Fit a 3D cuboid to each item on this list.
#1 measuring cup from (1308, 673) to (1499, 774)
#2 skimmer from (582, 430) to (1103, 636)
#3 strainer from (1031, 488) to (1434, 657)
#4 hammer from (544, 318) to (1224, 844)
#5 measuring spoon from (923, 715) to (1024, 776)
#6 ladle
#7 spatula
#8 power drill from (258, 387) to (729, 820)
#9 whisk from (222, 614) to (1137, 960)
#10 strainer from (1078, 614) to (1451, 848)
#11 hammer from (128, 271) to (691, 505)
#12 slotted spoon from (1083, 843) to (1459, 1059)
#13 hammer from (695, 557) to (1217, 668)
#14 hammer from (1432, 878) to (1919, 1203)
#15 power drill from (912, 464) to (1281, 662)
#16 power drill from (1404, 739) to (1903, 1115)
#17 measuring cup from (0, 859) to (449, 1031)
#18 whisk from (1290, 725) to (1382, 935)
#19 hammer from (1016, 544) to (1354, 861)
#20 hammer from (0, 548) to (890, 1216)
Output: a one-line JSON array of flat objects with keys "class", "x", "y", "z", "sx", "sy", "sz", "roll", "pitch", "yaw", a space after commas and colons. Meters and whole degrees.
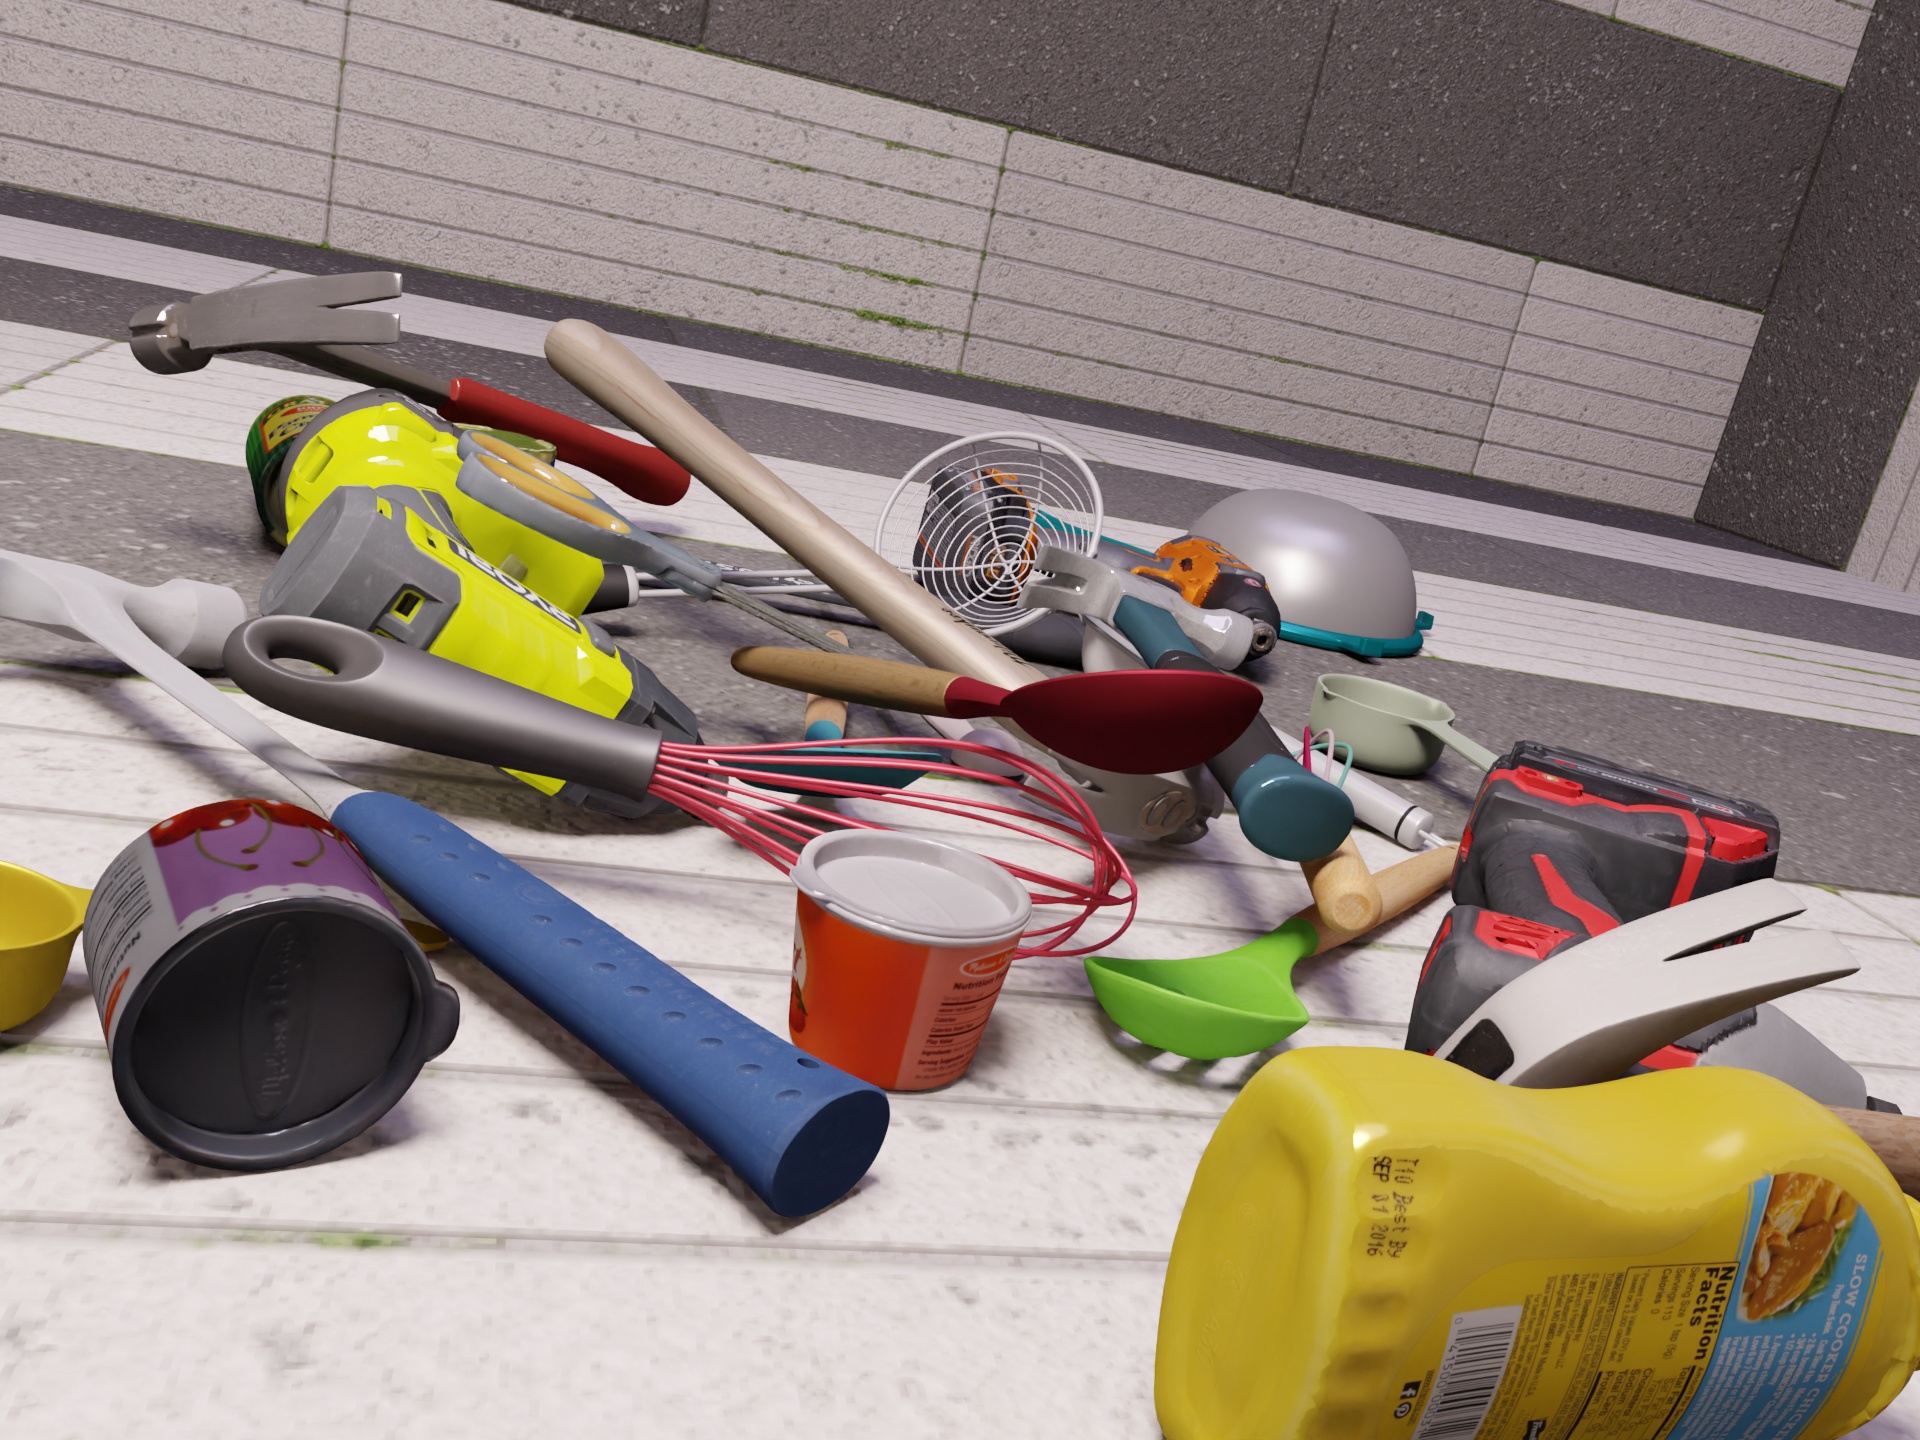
[{"class": "measuring cup", "x": 0.247, "y": 0.020, "z": 0.840, "sx": 0.083, "sy": 0.038, "sz": 0.168, "roll": 5, "pitch": 20, "yaw": -25}, {"class": "skimmer", "x": -0.102, "y": -0.089, "z": 0.795, "sx": 0.363, "sy": 0.090, "sz": 0.127, "roll": -5, "pitch": 57, "yaw": -28}, {"class": "strainer", "x": 0.209, "y": -0.147, "z": 1.252, "sx": 0.340, "sy": 0.095, "sz": 0.211, "roll": 22, "pitch": 19, "yaw": 23}, {"class": "hammer", "x": -0.065, "y": -0.080, "z": 0.708, "sx": 0.411, "sy": 0.038, "sz": 0.146, "roll": 39, "pitch": 10, "yaw": 28}, {"class": "measuring spoon", "x": -0.001, "y": -0.002, "z": 0.761, "sx": 0.034, "sy": 0.018, "sz": 0.124, "roll": 5, "pitch": 17, "yaw": -22}, {"class": "ladle", "x": -0.014, "y": -0.011, "z": 0.552, "sx": 0.069, "sy": 0.031, "sz": 0.315, "roll": 11, "pitch": 0, "yaw": -32}, {"class": "spatula", "x": -0.057, "y": -0.011, "z": 0.695, "sx": 0.082, "sy": 0.044, "sz": 0.318, "roll": 1, "pitch": 15, "yaw": -4}, {"class": "power drill", "x": -0.183, "y": -0.043, "z": 0.616, "sx": 0.171, "sy": 0.080, "sz": 0.223, "roll": 36, "pitch": 5, "yaw": -33}, {"class": "whisk", "x": -0.079, "y": 0.020, "z": 0.502, "sx": 0.295, "sy": 0.073, "sz": 0.073, "roll": 17, "pitch": 15, "yaw": -14}, {"class": "strainer", "x": 0.138, "y": 0.005, "z": 0.803, "sx": 0.259, "sy": 0.050, "sz": 0.086, "roll": 33, "pitch": 5, "yaw": 36}, {"class": "hammer", "x": -0.242, "y": -0.165, "z": 0.850, "sx": 0.149, "sy": 0.037, "sz": 0.359, "roll": 0, "pitch": -3, "yaw": 22}, {"class": "slotted spoon", "x": 0.138, "y": 0.077, "z": 0.593, "sx": 0.070, "sy": 0.031, "sz": 0.313, "roll": 13, "pitch": 13, "yaw": 32}, {"class": "hammer", "x": -0.049, "y": -0.068, "z": 0.911, "sx": 0.409, "sy": 0.036, "sz": 0.149, "roll": 10, "pitch": 18, "yaw": -9}, {"class": "hammer", "x": 0.258, "y": 0.120, "z": 0.430, "sx": 0.331, "sy": 0.130, "sz": 0.031, "roll": 14, "pitch": 29, "yaw": -25}, {"class": "power drill", "x": 0.094, "y": -0.092, "z": 1.023, "sx": 0.226, "sy": 0.084, "sz": 0.164, "roll": 12, "pitch": 17, "yaw": -15}, {"class": "power drill", "x": 0.241, "y": 0.084, "z": 0.566, "sx": 0.143, "sy": 0.078, "sz": 0.220, "roll": 17, "pitch": 20, "yaw": 15}, {"class": "measuring cup", "x": -0.207, "y": 0.061, "z": 0.409, "sx": 0.156, "sy": 0.029, "sz": 0.062, "roll": 13, "pitch": 11, "yaw": -45}, {"class": "whisk", "x": 0.143, "y": 0.041, "z": 0.634, "sx": 0.051, "sy": 0.047, "sz": 0.245, "roll": -8, "pitch": 10, "yaw": 8}, {"class": "hammer", "x": 0.099, "y": -0.016, "z": 0.674, "sx": 0.128, "sy": 0.033, "sz": 0.331, "roll": 20, "pitch": 15, "yaw": -10}, {"class": "hammer", "x": -0.188, "y": 0.025, "z": 0.474, "sx": 0.406, "sy": 0.035, "sz": 0.144, "roll": 26, "pitch": 7, "yaw": 32}]
